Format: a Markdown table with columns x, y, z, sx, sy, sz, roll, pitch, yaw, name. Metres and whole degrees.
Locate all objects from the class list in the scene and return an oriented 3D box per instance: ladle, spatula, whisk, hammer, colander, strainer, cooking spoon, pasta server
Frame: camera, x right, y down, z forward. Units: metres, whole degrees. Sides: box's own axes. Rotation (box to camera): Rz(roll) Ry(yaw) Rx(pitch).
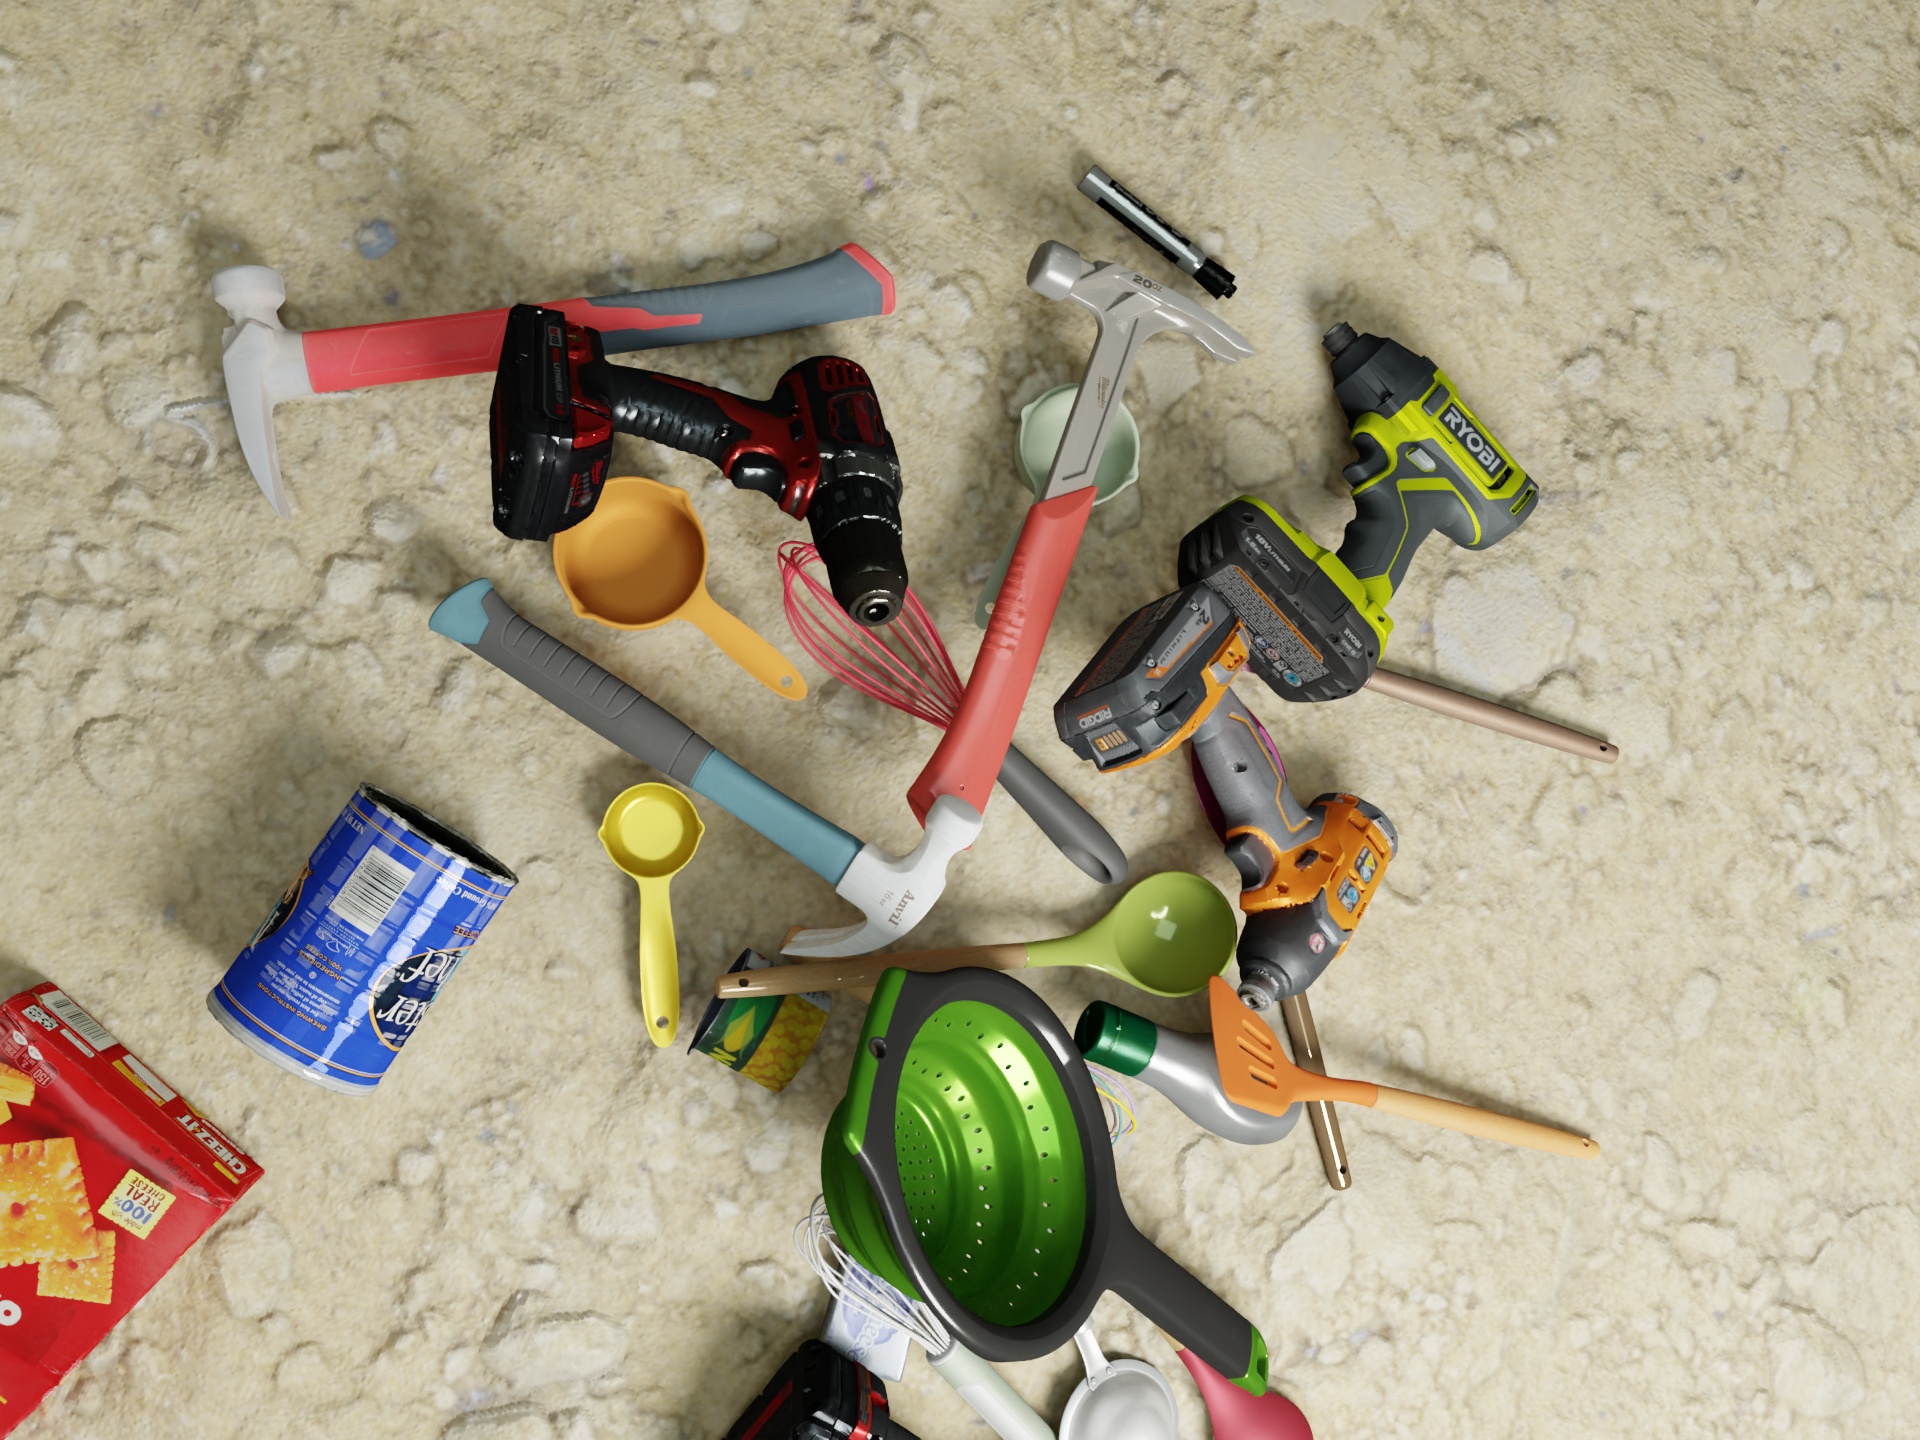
| x | y | z | sx | sy | sz | roll | pitch | yaw | name |
| --- | --- | --- | --- | --- | --- | --- | --- | --- | --- |
| 0.125 | 0.367 | 0.992 | 0.069 | 0.031 | 0.315 | -37 | 93 | -19 | ladle |
| 0.281 | 0.235 | 0.991 | 0.322 | 0.041 | 0.081 | 17 | 48 | -21 | spatula |
| -0.002 | 0.194 | 0.969 | 0.245 | 0.047 | 0.051 | 30 | 80 | -4 | whisk |
| 0.016 | 0.137 | 0.935 | 0.320 | 0.062 | 0.078 | -3 | 68 | -22 | ladle |
| -0.156 | 0.018 | 0.901 | 0.331 | 0.033 | 0.128 | 33 | 108 | 5 | hammer |
| 0.041 | 0.295 | 0.910 | 0.396 | 0.094 | 0.205 | 45 | 40 | -29 | colander |
| 0.075 | 0.378 | 0.977 | 0.087 | 0.050 | 0.258 | -24 | 89 | -26 | strainer |
| -0.226 | -0.216 | 0.940 | 0.386 | 0.038 | 0.143 | -10 | 91 | -10 | hammer |
| -0.015 | 0.363 | 0.933 | 0.058 | 0.059 | 0.246 | -30 | 113 | 19 | whisk |
| 0.204 | 0.146 | 1.016 | 0.068 | 0.017 | 0.319 | -15 | 91 | -26 | cooking spoon |
| 0.057 | -0.094 | 0.940 | 0.149 | 0.037 | 0.359 | 22 | 81 | -19 | hammer |
| -0.002 | -0.003 | 0.966 | 0.295 | 0.073 | 0.073 | 45 | 82 | -11 | whisk |
| 0.290 | -0.023 | 1.028 | 0.316 | 0.040 | 0.060 | 17 | 73 | -11 | pasta server |

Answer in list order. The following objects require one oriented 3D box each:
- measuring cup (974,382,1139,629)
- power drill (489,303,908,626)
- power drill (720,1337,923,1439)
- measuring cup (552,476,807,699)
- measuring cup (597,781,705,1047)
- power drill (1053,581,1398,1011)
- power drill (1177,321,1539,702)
| x | y | z | sx | sy | sz | roll | pitch | yaw | name |
| --- | --- | --- | --- | --- | --- | --- | --- | --- | --- |
| 0.049 | -0.129 | 0.988 | 0.083 | 0.038 | 0.167 | 29 | 85 | -8 | measuring cup |
| -0.137 | -0.136 | 0.878 | 0.226 | 0.080 | 0.188 | 4 | 50 | -24 | power drill |
| -0.033 | 0.474 | 0.929 | 0.219 | 0.079 | 0.143 | 35 | 100 | -13 | power drill |
| -0.161 | -0.069 | 0.941 | 0.173 | 0.052 | 0.095 | 40 | 82 | -9 | measuring cup |
| -0.181 | 0.114 | 0.944 | 0.062 | 0.029 | 0.156 | -3 | 91 | -10 | measuring cup |
| 0.158 | 0.051 | 0.935 | 0.226 | 0.084 | 0.164 | 51 | 49 | -12 | power drill |
| 0.242 | -0.133 | 0.986 | 0.171 | 0.080 | 0.223 | 46 | 64 | -5 | power drill |
